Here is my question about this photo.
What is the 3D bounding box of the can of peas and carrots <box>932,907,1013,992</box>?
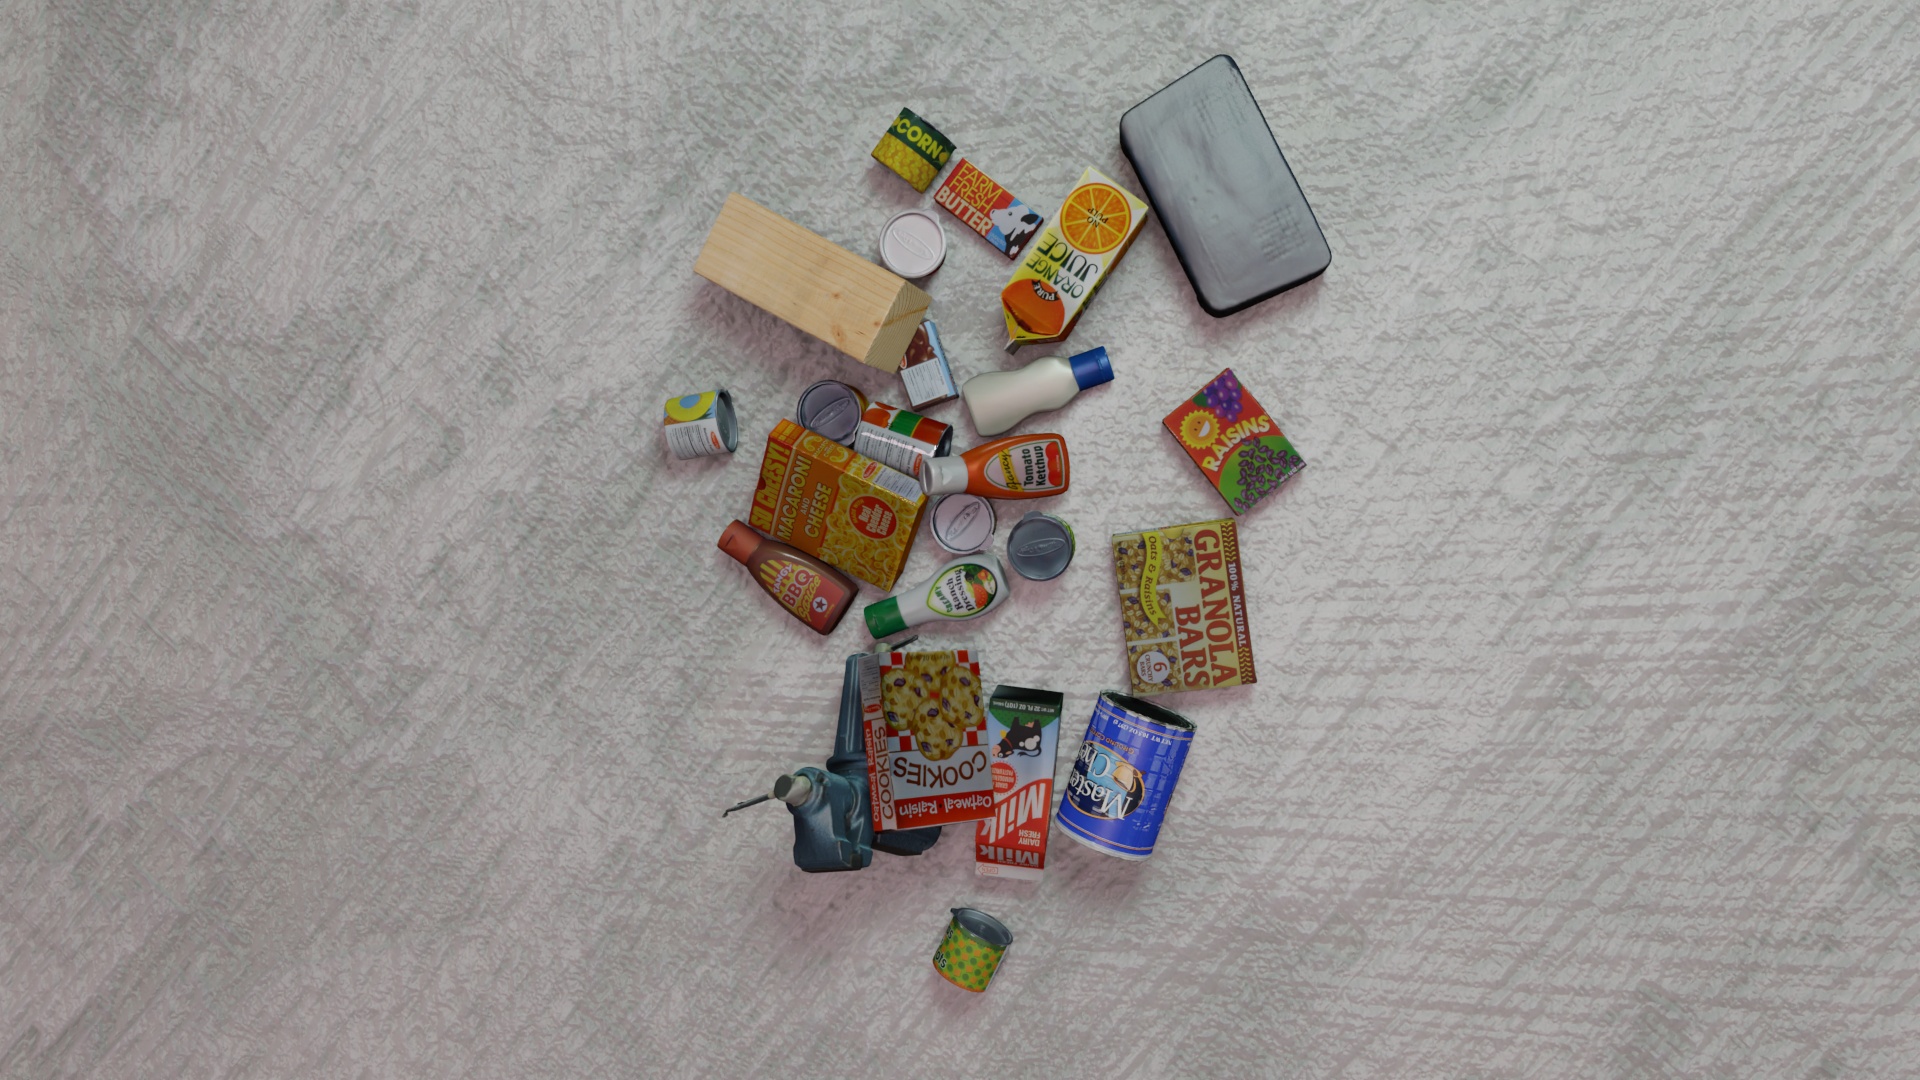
[{"bbox_3d":[0.010,0.418,1.421,0.071,0.071,0.058,26,97,5],"label":"can of peas and carrots"}]

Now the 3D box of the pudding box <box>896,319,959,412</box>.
[{"bbox_3d":[-0.038,-0.178,1.415,0.049,0.030,0.083,-20,90,9],"label":"pudding box"}]

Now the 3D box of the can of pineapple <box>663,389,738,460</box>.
[{"bbox_3d":[-0.267,-0.120,1.431,0.058,0.071,0.071,-9,92,8],"label":"can of pineapple"}]

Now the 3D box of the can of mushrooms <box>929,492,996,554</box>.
[{"bbox_3d":[0.005,-0.018,1.416,0.071,0.033,0.071,0,92,7],"label":"can of mushrooms"}]

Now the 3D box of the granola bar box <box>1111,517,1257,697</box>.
[{"bbox_3d":[0.223,0.067,1.390,0.124,0.039,0.165,-8,92,7],"label":"granola bar box"}]

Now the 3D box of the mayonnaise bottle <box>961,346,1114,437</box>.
[{"bbox_3d":[0.080,-0.154,1.397,0.148,0.041,0.064,-19,92,7],"label":"mayonnaise bottle"}]

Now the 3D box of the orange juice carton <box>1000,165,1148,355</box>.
[{"bbox_3d":[0.102,-0.264,1.372,0.073,0.072,0.192,36,96,5],"label":"orange juice carton"}]

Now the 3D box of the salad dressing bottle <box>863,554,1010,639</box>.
[{"bbox_3d":[-0.025,0.061,1.419,0.147,0.044,0.064,-21,92,8],"label":"salad dressing bottle"}]

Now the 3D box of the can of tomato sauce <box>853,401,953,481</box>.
[{"bbox_3d":[-0.057,-0.098,1.403,0.083,0.071,0.071,19,95,10],"label":"can of tomato sauce"}]

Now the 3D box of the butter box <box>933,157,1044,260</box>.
[{"bbox_3d":[0.028,-0.334,1.401,0.103,0.024,0.053,38,96,4],"label":"butter box"}]

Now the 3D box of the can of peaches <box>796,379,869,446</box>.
[{"bbox_3d":[-0.127,-0.127,1.415,0.071,0.058,0.071,0,93,7],"label":"can of peaches"}]

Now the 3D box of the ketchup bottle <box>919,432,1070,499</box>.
[{"bbox_3d":[0.034,-0.069,1.371,0.149,0.043,0.064,-7,94,-23],"label":"ketchup bottle"}]

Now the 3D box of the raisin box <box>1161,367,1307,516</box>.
[{"bbox_3d":[0.270,-0.098,1.376,0.086,0.040,0.123,-39,89,8],"label":"raisin box"}]

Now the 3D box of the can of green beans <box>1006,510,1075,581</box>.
[{"bbox_3d":[0.082,0.006,1.395,0.071,0.058,0.071,0,93,7],"label":"can of green beans"}]

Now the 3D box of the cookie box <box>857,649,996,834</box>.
[{"bbox_3d":[-0.032,0.192,1.339,0.040,0.123,0.167,-19,73,49],"label":"cookie box"}]

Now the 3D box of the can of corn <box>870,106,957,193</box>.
[{"bbox_3d":[-0.047,-0.389,1.385,0.071,0.071,0.058,38,98,4],"label":"can of corn"}]

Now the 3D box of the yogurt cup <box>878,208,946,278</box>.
[{"bbox_3d":[-0.044,-0.295,1.398,0.072,0.054,0.072,0,93,7],"label":"yogurt cup"}]

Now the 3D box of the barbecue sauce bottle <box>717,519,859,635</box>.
[{"bbox_3d":[-0.181,0.033,1.437,0.148,0.044,0.064,34,104,5],"label":"barbecue sauce bottle"}]

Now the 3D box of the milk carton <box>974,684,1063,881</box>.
[{"bbox_3d":[0.058,0.248,1.403,0.072,0.073,0.190,6,94,7],"label":"milk carton"}]

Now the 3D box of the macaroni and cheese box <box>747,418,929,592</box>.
[{"bbox_3d":[-0.124,-0.035,1.398,0.166,0.040,0.123,25,130,5],"label":"macaroni and cheese box"}]
